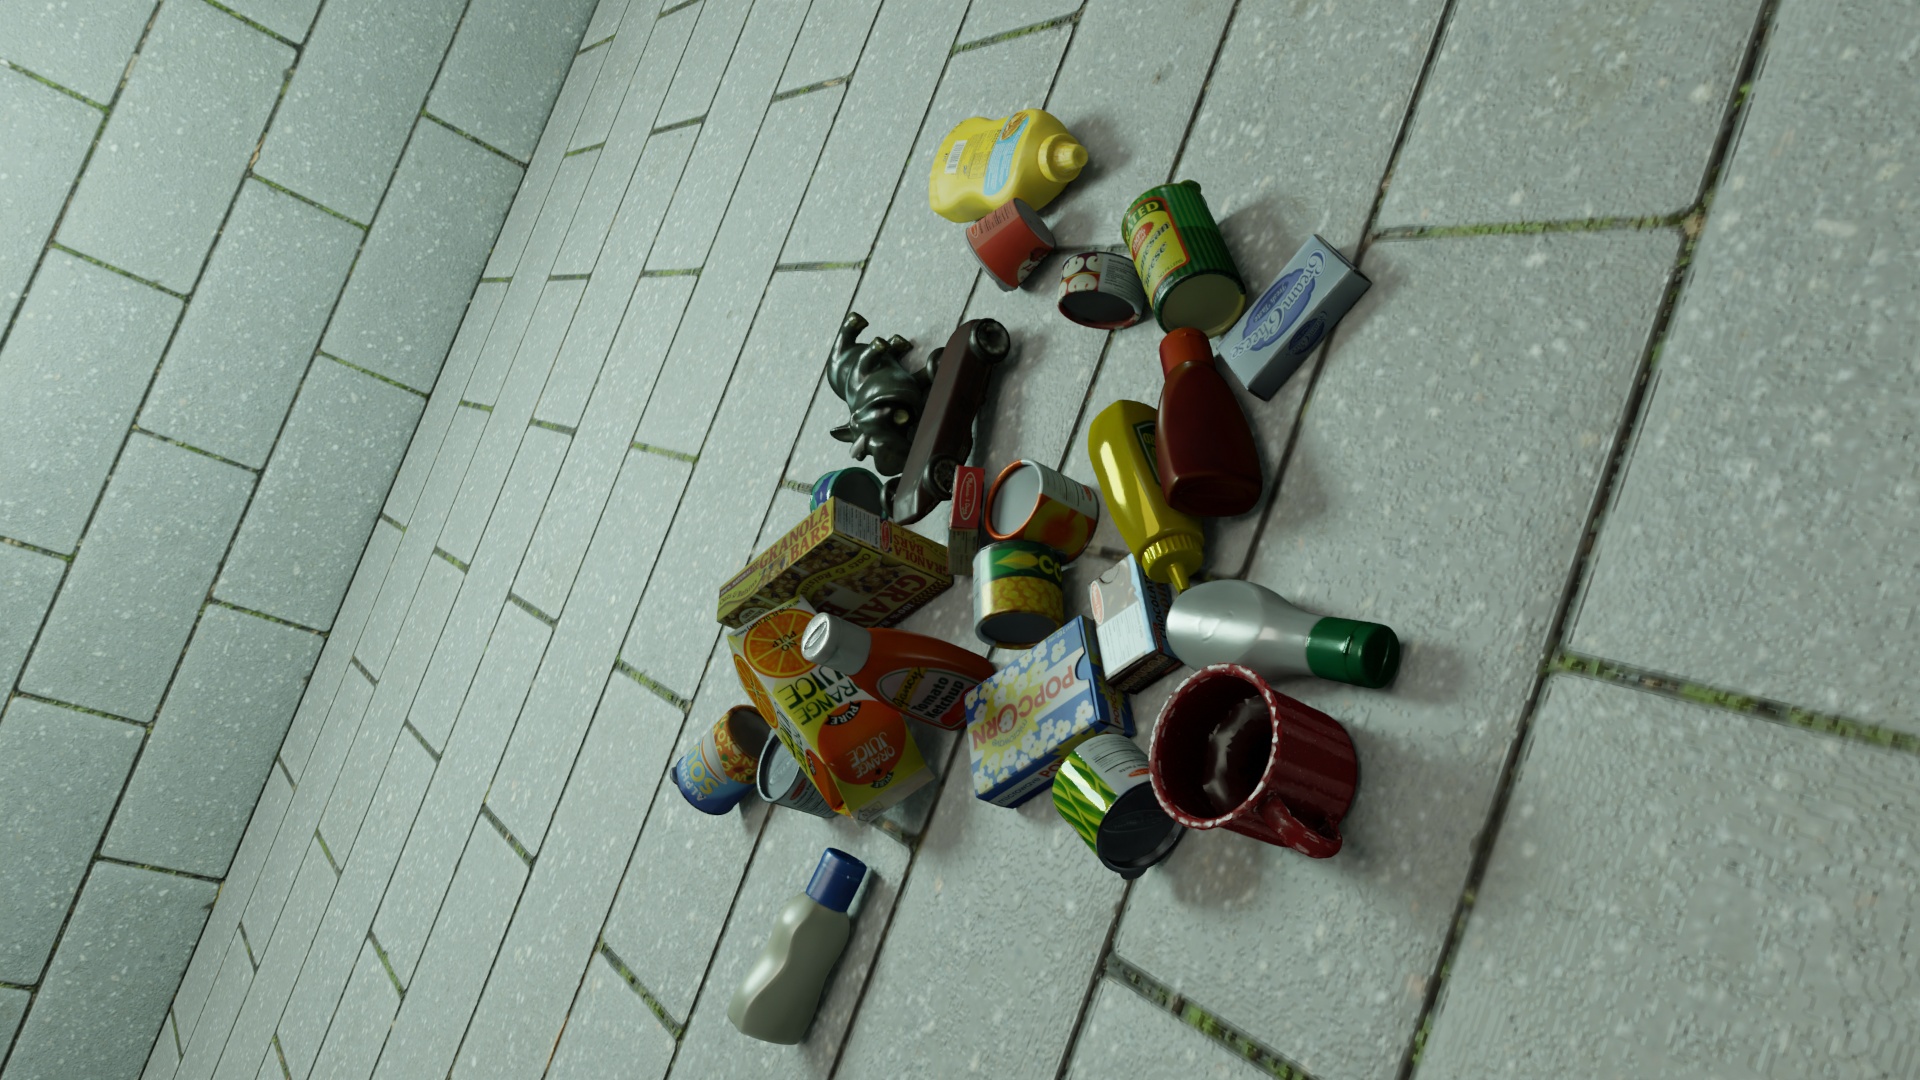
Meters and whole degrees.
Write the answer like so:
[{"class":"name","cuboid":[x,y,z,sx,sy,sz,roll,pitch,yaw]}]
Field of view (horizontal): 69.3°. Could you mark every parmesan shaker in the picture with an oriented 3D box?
[{"class":"parmesan shaker","cuboid":[0.161,-0.202,0.998,0.071,0.071,0.103,-43,40,30]}]

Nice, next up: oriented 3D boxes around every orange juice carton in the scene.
[{"class":"orange juice carton","cuboid":[-0.102,0.138,1.091,0.072,0.072,0.193,-29,54,-21]}]

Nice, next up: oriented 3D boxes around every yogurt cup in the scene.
[{"class":"yogurt cup","cuboid":[0.044,-0.257,1.195,0.053,0.072,0.073,-37,43,23]}]

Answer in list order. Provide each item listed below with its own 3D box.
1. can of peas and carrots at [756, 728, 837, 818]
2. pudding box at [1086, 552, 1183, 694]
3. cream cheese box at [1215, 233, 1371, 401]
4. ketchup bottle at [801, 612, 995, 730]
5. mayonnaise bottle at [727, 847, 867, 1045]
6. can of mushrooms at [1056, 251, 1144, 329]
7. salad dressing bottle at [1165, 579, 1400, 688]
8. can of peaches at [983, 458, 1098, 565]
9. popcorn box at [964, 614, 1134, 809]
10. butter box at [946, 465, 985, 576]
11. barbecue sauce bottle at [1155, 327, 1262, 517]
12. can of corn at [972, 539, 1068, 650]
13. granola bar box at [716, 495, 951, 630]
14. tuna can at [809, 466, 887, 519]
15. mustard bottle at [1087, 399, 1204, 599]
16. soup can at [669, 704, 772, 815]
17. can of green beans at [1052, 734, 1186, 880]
[{"class":"can of peas and carrots","cuboid":[-0.128,0.190,1.154,0.070,0.058,0.071,-32,46,40]},{"class":"pudding box","cuboid":[0.117,0.055,0.934,0.049,0.030,0.084,-40,42,34]},{"class":"cream cheese box","cuboid":[0.220,-0.149,0.925,0.103,0.024,0.053,-50,37,21]},{"class":"ketchup bottle","cuboid":[-0.047,0.093,1.025,0.064,0.149,0.044,-50,36,22]},{"class":"mayonnaise bottle","cuboid":[-0.120,0.311,1.070,0.041,0.064,0.148,21,83,53]},{"class":"can of mushrooms","cuboid":[0.107,-0.190,1.066,0.071,0.071,0.033,-12,62,50]},{"class":"salad dressing bottle","cuboid":[0.188,0.059,0.824,0.147,0.044,0.064,8,76,54]},{"class":"can of peaches","cuboid":[0.058,-0.019,1.034,0.071,0.058,0.071,-30,47,40]},{"class":"popcorn box","cuboid":[0.059,0.121,0.965,0.126,0.038,0.085,-39,41,34]},{"class":"butter box","cuboid":[0.004,-0.014,1.082,0.103,0.024,0.053,92,-175,-68]},{"class":"barbecue sauce bottle","cuboid":[0.161,-0.083,0.935,0.043,0.065,0.149,101,170,-48]},{"class":"can of corn","cuboid":[0.044,0.040,1.011,0.071,0.071,0.058,-31,48,40]},{"class":"granola bar box","cuboid":[-0.106,0.039,1.160,0.165,0.124,0.039,-36,43,37]},{"class":"tuna can","cuboid":[-0.099,-0.035,1.247,0.032,0.071,0.071,-10,62,50]},{"class":"mustard bottle","cuboid":[0.132,-0.022,0.935,0.048,0.065,0.161,-45,45,36]},{"class":"soup can","cuboid":[-0.209,0.196,1.248,0.083,0.071,0.072,-45,39,27]},{"class":"can of green beans","cuboid":[0.098,0.162,0.861,0.071,0.071,0.058,-60,34,8]}]
